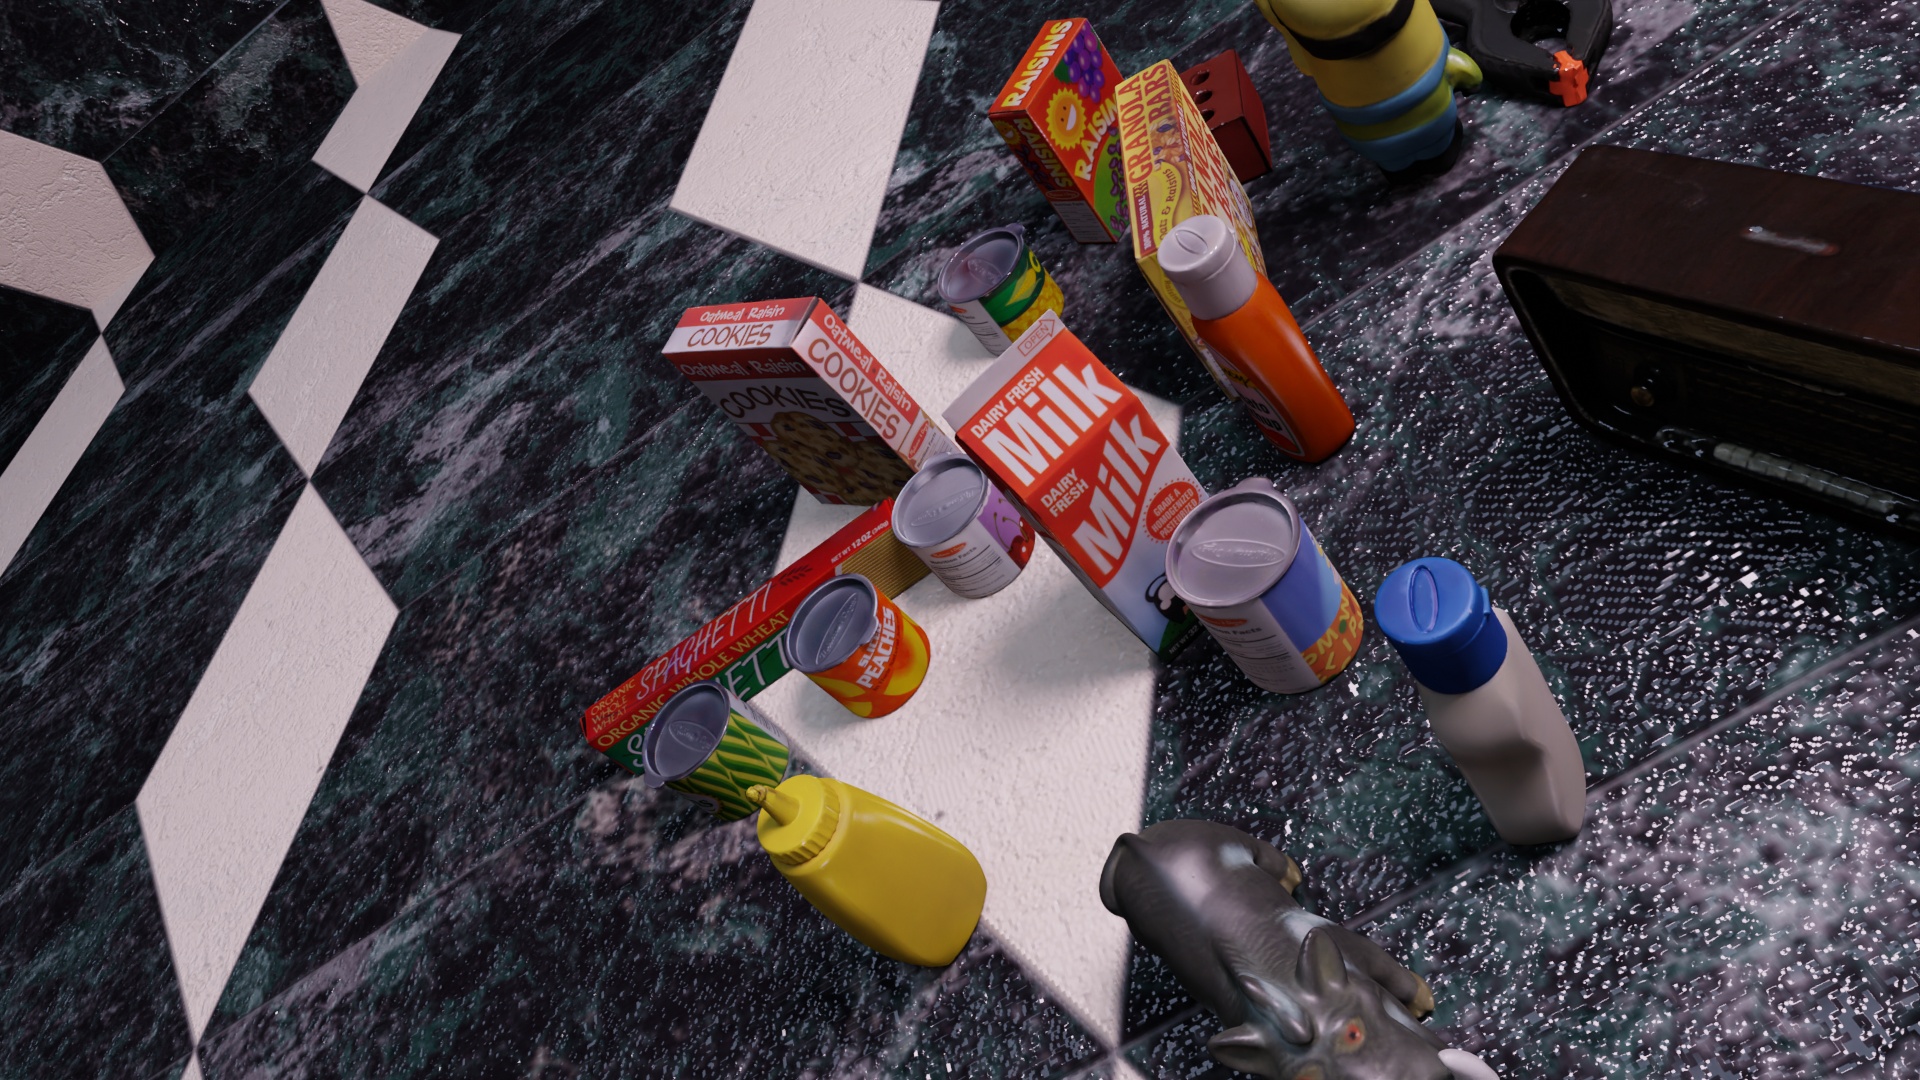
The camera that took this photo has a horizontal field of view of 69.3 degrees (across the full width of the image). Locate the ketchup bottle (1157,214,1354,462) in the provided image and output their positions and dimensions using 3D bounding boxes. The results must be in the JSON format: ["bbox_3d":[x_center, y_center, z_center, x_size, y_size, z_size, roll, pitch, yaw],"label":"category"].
[{"bbox_3d":[0.150,-0.103,0.709,0.043,0.148,0.065,-42,40,3],"label":"ketchup bottle"}]

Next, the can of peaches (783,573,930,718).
[{"bbox_3d":[-0.058,0.062,0.808,0.071,0.058,0.071,-22,45,24],"label":"can of peaches"}]

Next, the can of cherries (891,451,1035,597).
[{"bbox_3d":[0.003,-0.010,0.820,0.071,0.058,0.072,-22,45,24],"label":"can of cherries"}]

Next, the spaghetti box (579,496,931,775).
[{"bbox_3d":[-0.128,0.063,0.871,0.250,0.050,0.029,-35,41,10],"label":"spaghetti box"}]

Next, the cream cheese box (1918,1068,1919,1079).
[{"bbox_3d":[0.311,0.160,0.424,0.024,0.053,0.104,1,57,40],"label":"cream cheese box"}]

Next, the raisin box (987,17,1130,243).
[{"bbox_3d":[0.081,-0.272,0.930,0.040,0.123,0.086,13,66,45],"label":"raisin box"}]

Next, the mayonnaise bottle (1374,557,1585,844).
[{"bbox_3d":[0.199,0.060,0.529,0.041,0.147,0.065,-16,48,30],"label":"mayonnaise bottle"}]

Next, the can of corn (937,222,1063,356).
[{"bbox_3d":[0.030,-0.168,0.934,0.071,0.058,0.071,-22,45,24],"label":"can of corn"}]

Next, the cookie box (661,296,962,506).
[{"bbox_3d":[-0.089,-0.084,0.874,0.123,0.167,0.040,4,59,42],"label":"cookie box"}]

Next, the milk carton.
[{"bbox_3d":[0.066,-0.028,0.681,0.072,0.190,0.073,-45,40,0],"label":"milk carton"}]

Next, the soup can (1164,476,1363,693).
[{"bbox_3d":[0.145,0.022,0.655,0.071,0.083,0.072,-22,45,24],"label":"soup can"}]

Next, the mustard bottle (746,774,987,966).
[{"bbox_3d":[-0.049,0.146,0.650,0.049,0.160,0.065,8,62,43],"label":"mustard bottle"}]

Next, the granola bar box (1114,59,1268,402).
[{"bbox_3d":[0.137,-0.180,0.804,0.039,0.124,0.166,-22,45,24],"label":"granola bar box"}]

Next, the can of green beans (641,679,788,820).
[{"bbox_3d":[-0.145,0.125,0.826,0.071,0.057,0.071,-22,45,24],"label":"can of green beans"}]
